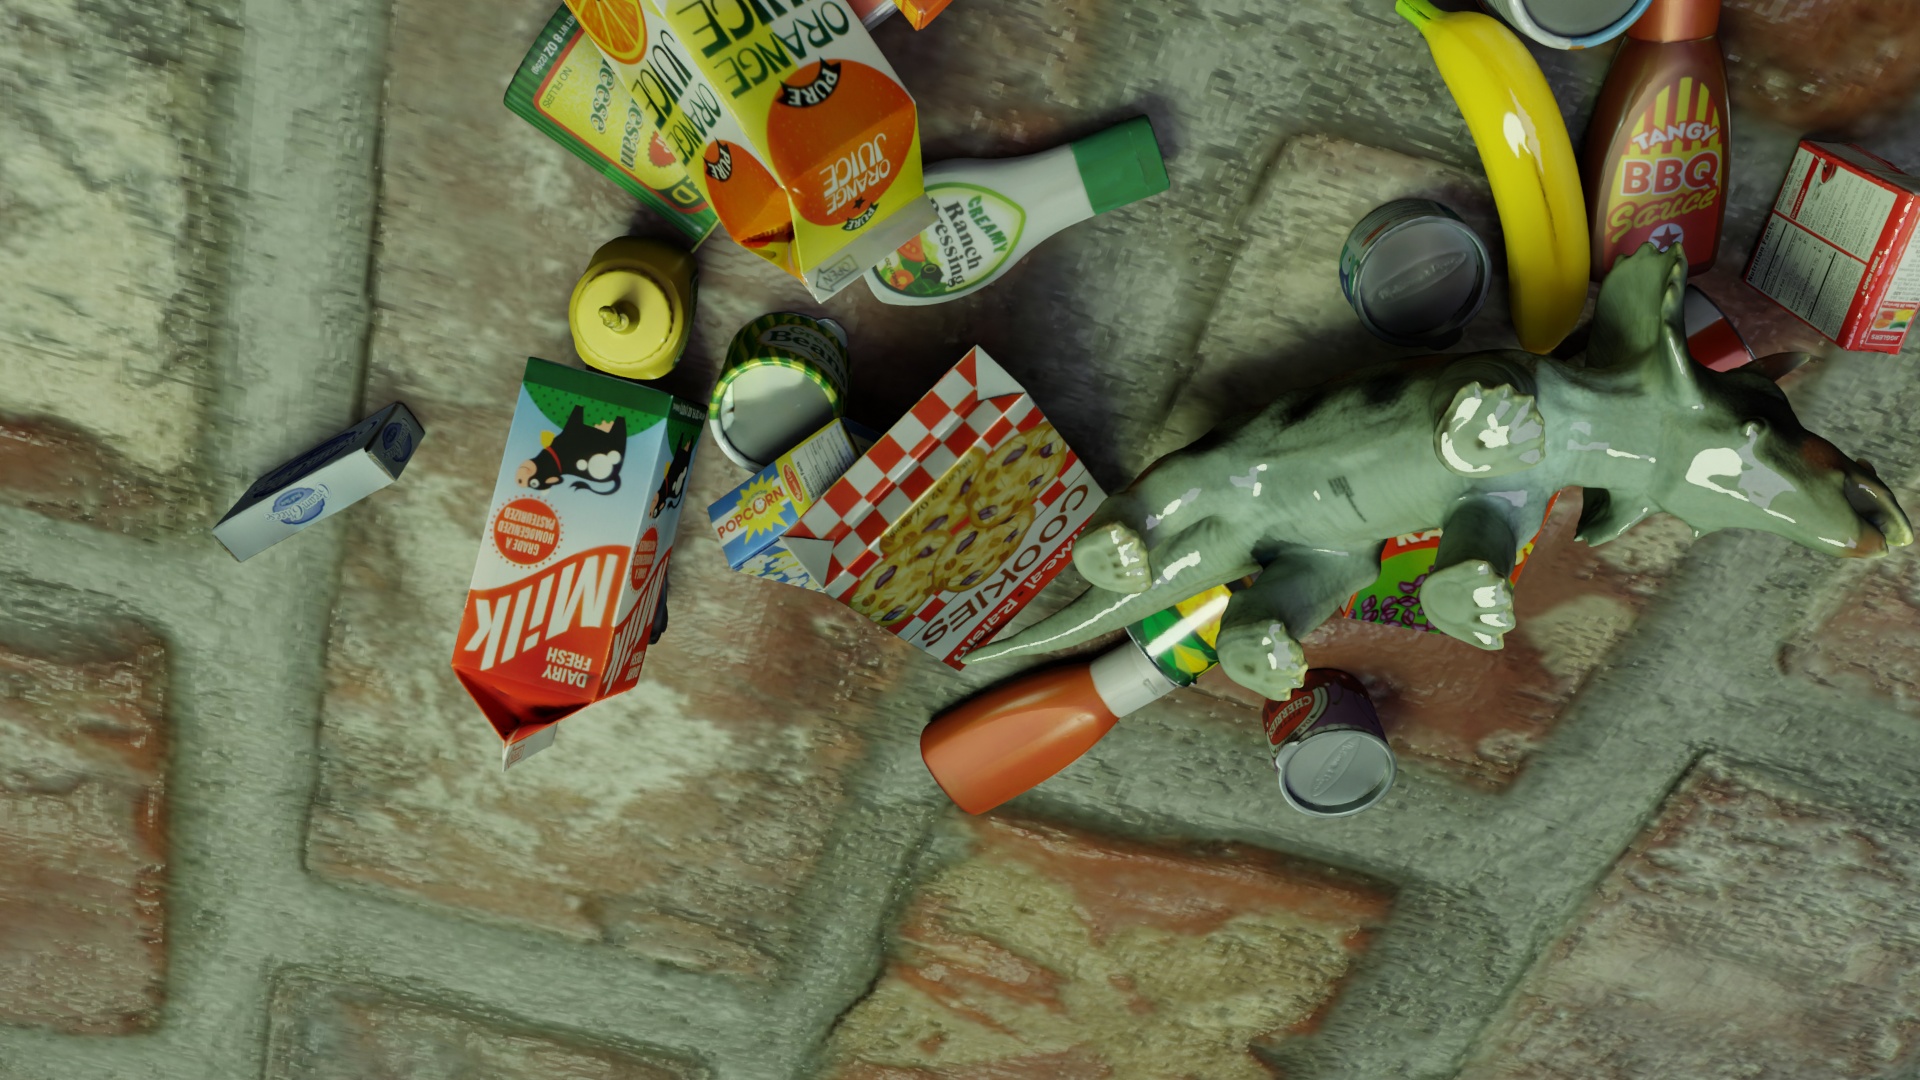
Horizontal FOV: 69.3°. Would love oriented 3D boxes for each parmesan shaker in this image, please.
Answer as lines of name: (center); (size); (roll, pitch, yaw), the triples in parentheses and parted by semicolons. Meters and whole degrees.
parmesan shaker: (-0.143, -0.187, 0.620); (0.103, 0.071, 0.071); (34, 115, -18)

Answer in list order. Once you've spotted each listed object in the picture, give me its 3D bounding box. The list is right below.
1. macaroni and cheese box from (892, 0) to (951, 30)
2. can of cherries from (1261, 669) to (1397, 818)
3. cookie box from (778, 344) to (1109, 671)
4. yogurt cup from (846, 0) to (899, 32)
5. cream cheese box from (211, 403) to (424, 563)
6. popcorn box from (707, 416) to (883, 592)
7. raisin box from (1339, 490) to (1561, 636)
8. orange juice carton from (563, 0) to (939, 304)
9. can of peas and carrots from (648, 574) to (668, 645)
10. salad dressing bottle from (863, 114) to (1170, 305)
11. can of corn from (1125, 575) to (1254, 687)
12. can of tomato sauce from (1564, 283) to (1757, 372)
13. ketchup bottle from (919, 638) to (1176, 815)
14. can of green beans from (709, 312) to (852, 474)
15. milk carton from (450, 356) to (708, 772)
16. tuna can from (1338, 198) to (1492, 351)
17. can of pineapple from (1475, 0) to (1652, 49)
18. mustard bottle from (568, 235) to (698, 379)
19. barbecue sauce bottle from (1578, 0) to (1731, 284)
macaroni and cheese box: (-0.026, -0.303, 0.531); (0.123, 0.040, 0.166); (-42, 99, 3)
can of cherries: (0.211, 0.116, 0.806); (0.071, 0.059, 0.071); (0, 122, 0)
cookie box: (0.002, -0.008, 0.671); (0.123, 0.040, 0.167); (-45, 153, 3)
yogurt cup: (-0.045, -0.247, 0.590); (0.072, 0.073, 0.054); (-32, 108, 18)
cream cheese box: (-0.332, -0.031, 0.721); (0.103, 0.053, 0.024); (-25, 120, 14)
popcorn box: (-0.055, -0.012, 0.700); (0.085, 0.038, 0.126); (-33, 157, 18)
raisin box: (0.260, -0.011, 0.742); (0.086, 0.040, 0.122); (11, 119, -5)
orange juice carton: (-0.087, -0.194, 0.568); (0.072, 0.073, 0.192); (-39, 100, -23)
can of peas and carrots: (-0.194, 0.026, 0.748); (0.059, 0.071, 0.070); (-2, 121, 2)
salad dressing bottle: (0.023, -0.157, 0.653); (0.147, 0.044, 0.064); (-19, 118, 10)
can of corn: (0.128, 0.038, 0.755); (0.058, 0.071, 0.071); (-39, 113, 20)
can of tomato sauce: (0.343, -0.074, 0.689); (0.083, 0.071, 0.071); (-34, 115, 19)
ketchup bottle: (0.053, 0.103, 0.806); (0.148, 0.044, 0.064); (-30, 117, 16)
can of green beans: (-0.089, -0.073, 0.694); (0.071, 0.058, 0.071); (0, 120, 0)
milk carton: (-0.187, 0.014, 0.675); (0.073, 0.072, 0.190); (15, 92, 3)
tuna can: (0.221, -0.129, 0.676); (0.071, 0.033, 0.070); (0, 120, 0)
can of pineapple: (0.258, -0.249, 0.591); (0.071, 0.058, 0.070); (0, 120, 0)
mustard bottle: (-0.145, -0.101, 0.615); (0.049, 0.160, 0.065); (11, 101, -10)
barbecue sauce bottle: (0.319, -0.193, 0.633); (0.065, 0.044, 0.147); (-6, 120, 4)
